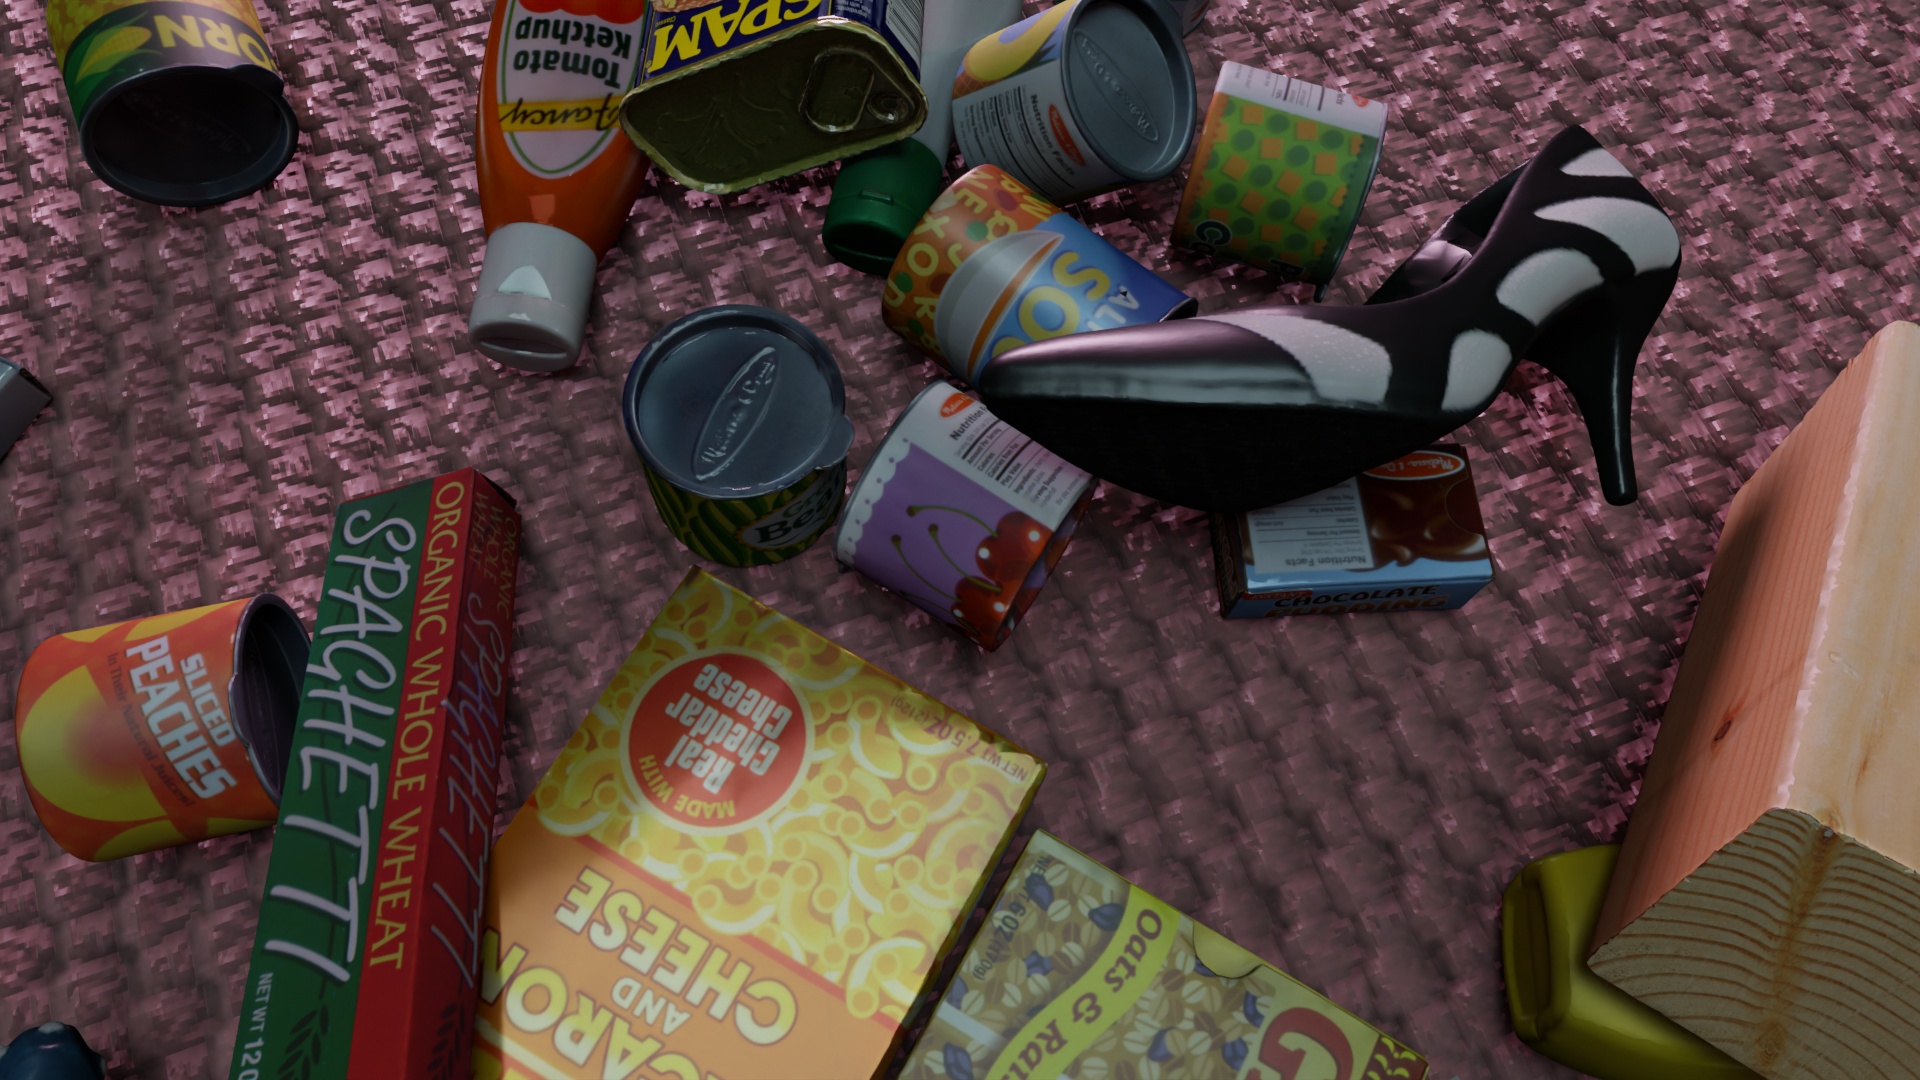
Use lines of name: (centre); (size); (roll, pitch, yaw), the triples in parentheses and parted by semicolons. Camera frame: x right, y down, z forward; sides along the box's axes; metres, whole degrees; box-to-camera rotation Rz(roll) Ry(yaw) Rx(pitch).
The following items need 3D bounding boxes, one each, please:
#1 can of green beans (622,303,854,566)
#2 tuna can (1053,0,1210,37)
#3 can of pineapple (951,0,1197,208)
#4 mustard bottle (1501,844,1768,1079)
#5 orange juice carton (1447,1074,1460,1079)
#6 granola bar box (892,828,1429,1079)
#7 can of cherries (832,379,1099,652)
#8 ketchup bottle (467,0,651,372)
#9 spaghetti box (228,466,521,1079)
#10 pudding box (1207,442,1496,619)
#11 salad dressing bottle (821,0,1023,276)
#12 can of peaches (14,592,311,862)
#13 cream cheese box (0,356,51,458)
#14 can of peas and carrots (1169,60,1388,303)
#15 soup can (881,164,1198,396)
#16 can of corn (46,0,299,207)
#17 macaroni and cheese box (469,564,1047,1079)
can of green beans: (-0.069, -0.032, 0.441); (0.071, 0.057, 0.071); (1, 67, -3)
tuna can: (0.067, -0.230, 0.545); (0.071, 0.032, 0.071); (1, 67, -3)
can of pineapple: (0.040, -0.153, 0.484); (0.071, 0.058, 0.071); (2, 87, -41)
mustard bottle: (0.240, 0.129, 0.397); (0.160, 0.048, 0.065); (9, 60, 0)
orange juice carton: (0.147, 0.230, 0.323); (0.072, 0.072, 0.193); (-2, 62, -44)
granola bar box: (0.032, 0.180, 0.369); (0.124, 0.039, 0.166); (29, 69, 8)
can of cherries: (0.002, -0.005, 0.433); (0.058, 0.071, 0.072); (31, 69, 8)
ketchup bottle: (-0.140, -0.132, 0.487); (0.065, 0.043, 0.149); (6, 68, -7)
spaghetti box: (-0.153, 0.087, 0.367); (0.050, 0.028, 0.251); (-14, 54, 9)
pudding box: (0.126, -0.002, 0.455); (0.084, 0.030, 0.050); (-3, 67, -5)
salad dressing bottle: (-0.016, -0.168, 0.510); (0.064, 0.043, 0.148); (13, 69, 1)
can of peaches: (-0.219, 0.052, 0.391); (0.058, 0.071, 0.071); (-11, 69, -7)
cream cheese box: (-0.347, -0.020, 0.438); (0.053, 0.024, 0.104); (25, 68, 6)
can of peas and carrots: (0.110, -0.126, 0.488); (0.059, 0.070, 0.071); (17, 68, 4)
soup can: (0.024, -0.074, 0.458); (0.084, 0.071, 0.071); (37, 70, 12)
can of corn: (-0.269, -0.160, 0.477); (0.071, 0.071, 0.058); (-23, 70, -12)
macaroni and cheese box: (-0.069, 0.108, 0.392); (0.124, 0.040, 0.167); (28, 68, 10)
